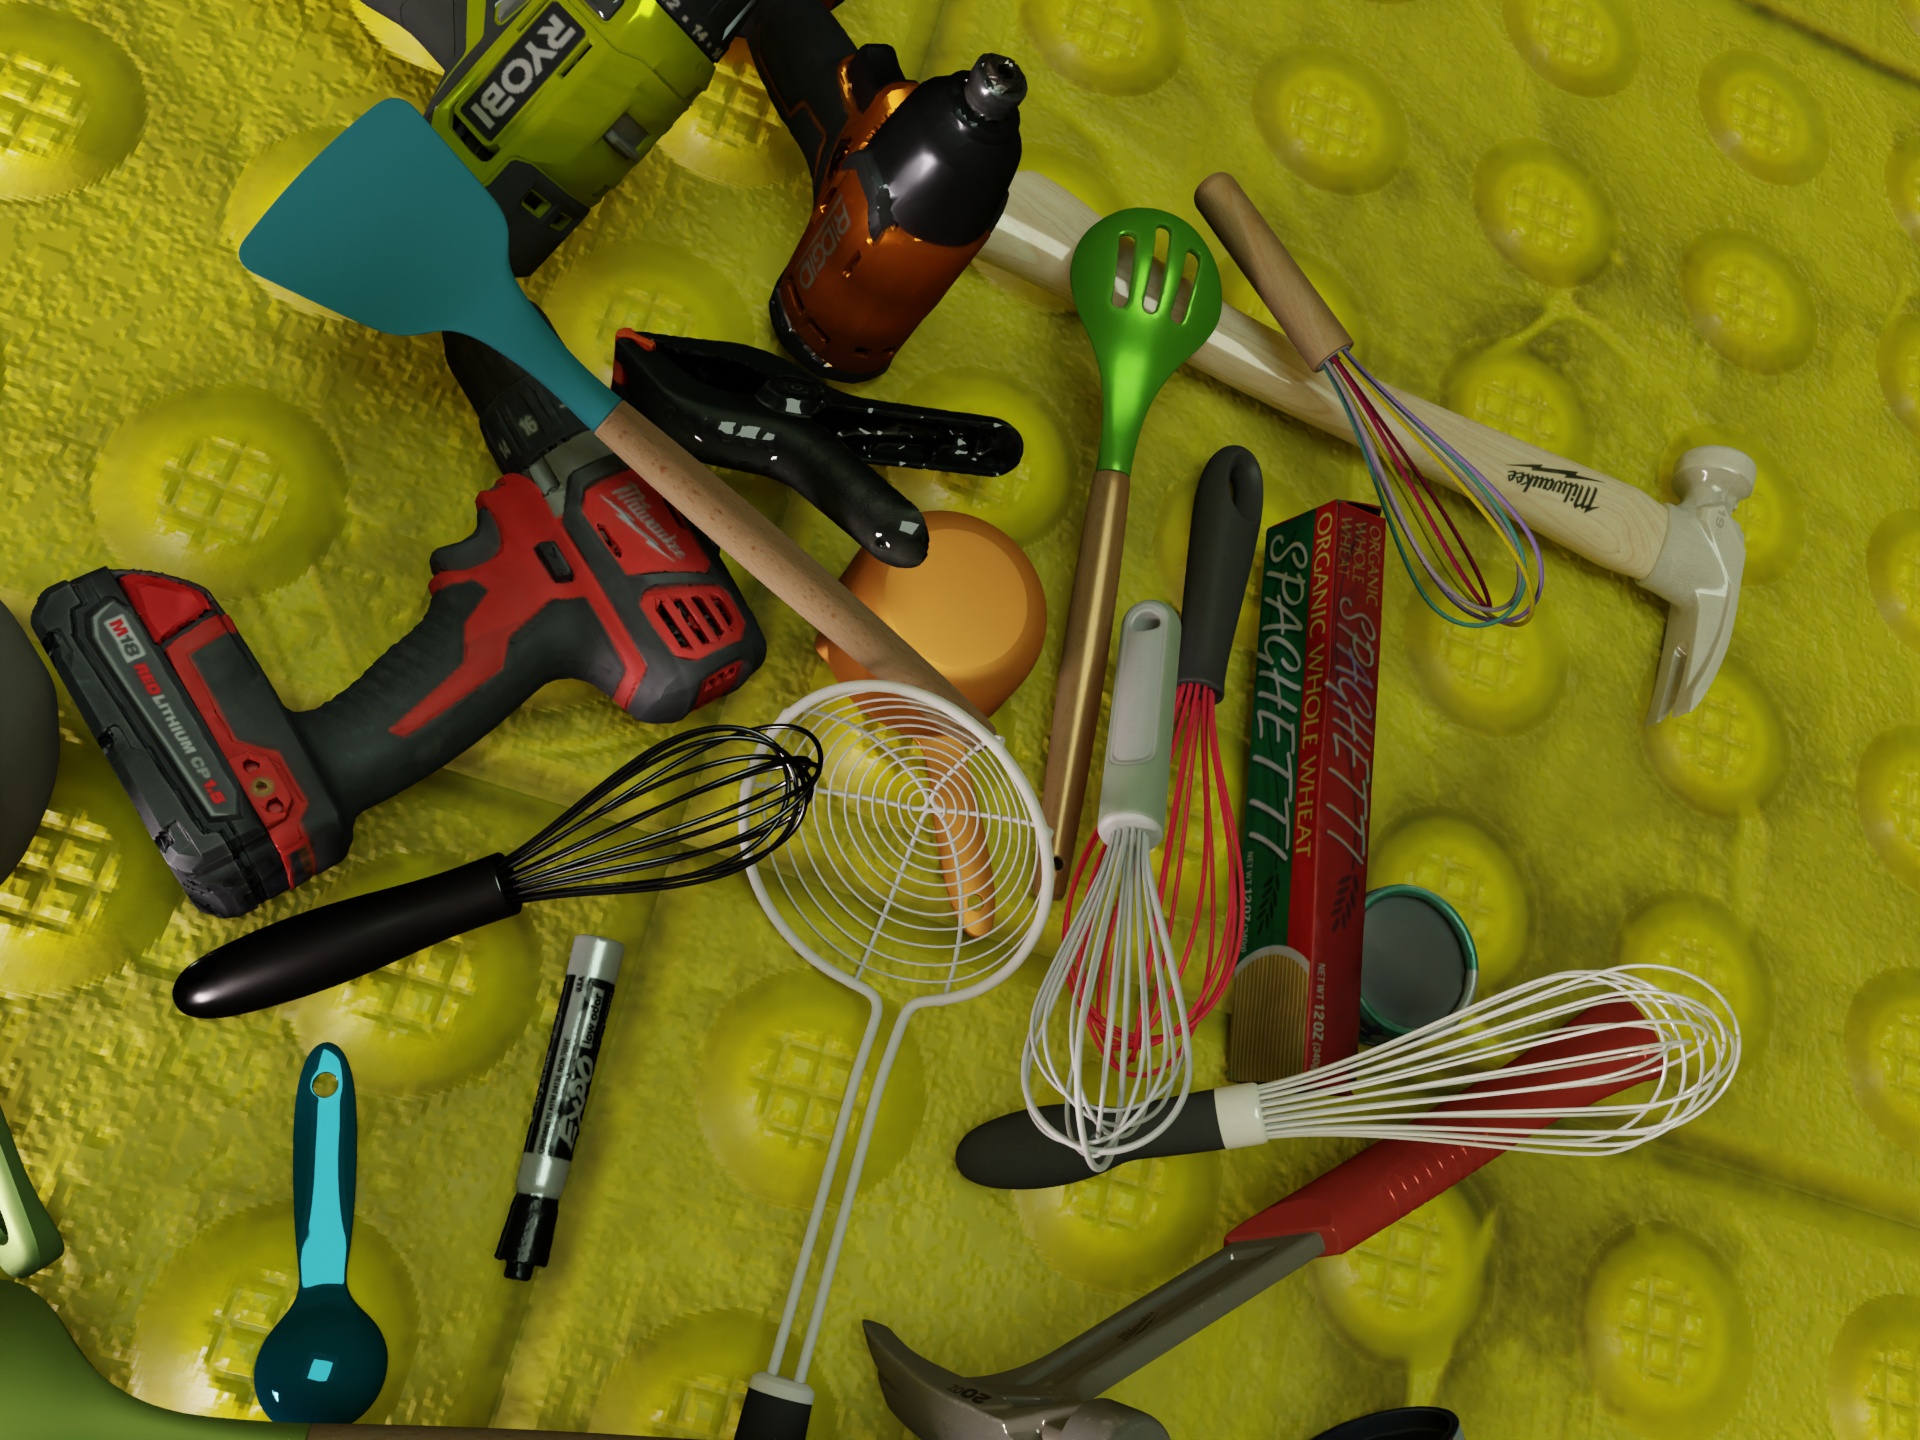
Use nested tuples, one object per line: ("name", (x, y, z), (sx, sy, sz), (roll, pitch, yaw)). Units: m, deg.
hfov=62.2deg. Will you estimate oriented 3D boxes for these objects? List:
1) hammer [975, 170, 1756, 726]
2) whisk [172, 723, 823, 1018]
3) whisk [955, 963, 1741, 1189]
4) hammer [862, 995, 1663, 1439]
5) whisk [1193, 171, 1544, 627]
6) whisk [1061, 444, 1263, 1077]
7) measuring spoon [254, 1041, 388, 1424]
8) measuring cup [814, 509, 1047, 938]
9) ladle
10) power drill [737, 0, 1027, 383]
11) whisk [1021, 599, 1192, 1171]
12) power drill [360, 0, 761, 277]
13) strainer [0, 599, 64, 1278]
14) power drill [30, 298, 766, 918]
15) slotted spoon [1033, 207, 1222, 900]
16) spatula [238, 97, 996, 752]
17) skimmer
("hammer", (0.187, -0.138, 0.747), (0.410, 0.038, 0.146), (23, 70, -9))
("whisk", (-0.159, 0.054, 0.551), (0.239, 0.055, 0.055), (-20, 80, -1))
("whisk", (0.135, 0.140, 0.581), (0.284, 0.070, 0.070), (-13, 76, 12))
("hammer", (0.142, 0.184, 0.610), (0.359, 0.149, 0.036), (-18, 95, -32))
("whisk", (0.176, -0.141, 0.706), (0.051, 0.047, 0.245), (-35, 80, 15))
("whisk", (0.096, 0.005, 0.666), (0.073, 0.073, 0.296), (19, 63, -11))
("measuring spoon", (-0.216, 0.173, 0.537), (0.042, 0.021, 0.129), (-1, 75, -17))
("measuring cup", (-0.001, -0.002, 0.638), (0.095, 0.052, 0.174), (-5, 74, -18))
("ladle", (-0.176, 0.227, 0.501), (0.320, 0.062, 0.078), (8, 83, -11))
("power drill", (-0.046, -0.276, 0.648), (0.084, 0.164, 0.227), (-11, 75, -33))
("whisk", (0.061, 0.047, 0.584), (0.058, 0.059, 0.247), (-5, 49, 19))
("power drill", (-0.178, -0.310, 0.612), (0.190, 0.080, 0.229), (-44, 76, 9))
("strainer", (-0.321, 0.049, 0.516), (0.069, 0.151, 0.256), (-30, 106, -60))
("power drill", (-0.206, -0.052, 0.581), (0.226, 0.080, 0.188), (-30, 84, -25))
("slotted spoon", (0.063, -0.079, 0.676), (0.070, 0.031, 0.314), (11, 80, -8))
("spatula", (-0.108, -0.093, 0.578), (0.317, 0.044, 0.082), (41, 79, -15))
("skimmer", (-0.057, 0.168, 0.551), (0.127, 0.090, 0.363), (8, 71, 20))
